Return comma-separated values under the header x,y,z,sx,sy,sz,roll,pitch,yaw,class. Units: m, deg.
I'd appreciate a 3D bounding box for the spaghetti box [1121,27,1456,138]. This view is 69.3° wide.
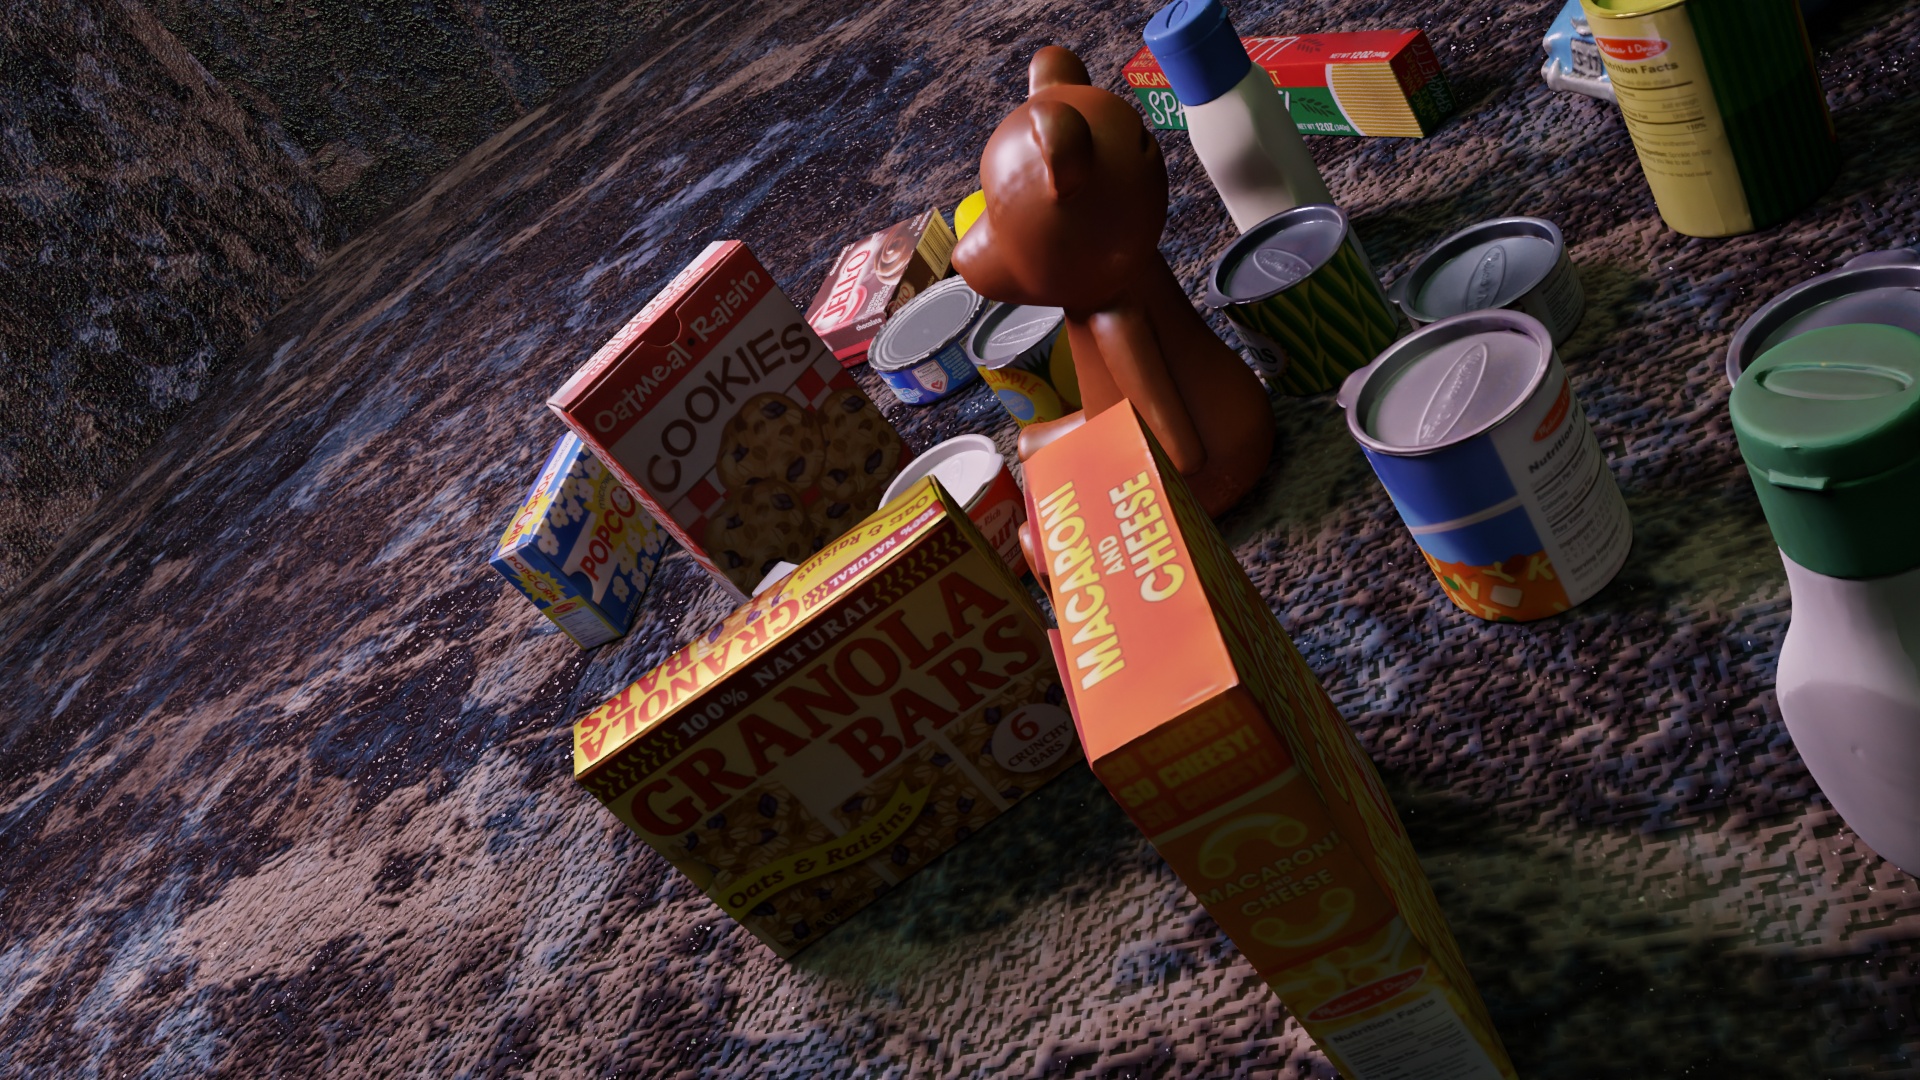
x,y,z,sx,sy,sz,roll,pitch,yaw,class
0.181,-0.266,0.812,0.029,0.050,0.250,-44,31,-9,spaghetti box

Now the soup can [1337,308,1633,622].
x,y,z,sx,sy,sz,roll,pitch,yaw,class
0.174,-0.024,0.461,0.071,0.083,0.072,-27,32,19,soup can

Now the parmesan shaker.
x,y,z,sx,sy,sz,roll,pitch,yaw,class
0.284,-0.177,0.528,0.071,0.103,0.072,-27,32,19,parmesan shaker

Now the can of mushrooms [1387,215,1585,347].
x,y,z,sx,sy,sz,roll,pitch,yaw,class
0.215,-0.099,0.567,0.071,0.033,0.071,-27,32,19,can of mushrooms

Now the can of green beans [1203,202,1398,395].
x,y,z,sx,sy,sz,roll,pitch,yaw,class
0.153,-0.107,0.620,0.071,0.057,0.071,-27,32,19,can of green beans

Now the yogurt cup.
x,y,z,sx,sy,sz,roll,pitch,yaw,class
0.002,-0.008,0.653,0.072,0.053,0.073,-27,32,19,yogurt cup

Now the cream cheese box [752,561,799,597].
x,y,z,sx,sy,sz,roll,pitch,yaw,class
-0.050,0.042,0.643,0.024,0.053,0.104,-50,32,-19,cream cheese box

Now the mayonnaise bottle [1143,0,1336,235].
x,y,z,sx,sy,sz,roll,pitch,yaw,class
0.136,-0.185,0.654,0.041,0.147,0.065,-16,37,34,mayonnaise bottle

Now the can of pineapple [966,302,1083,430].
x,y,z,sx,sy,sz,roll,pitch,yaw,class
0.044,-0.092,0.717,0.071,0.057,0.071,-27,32,19,can of pineapple

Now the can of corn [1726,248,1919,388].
x,y,z,sx,sy,sz,roll,pitch,yaw,class
0.269,-0.040,0.406,0.071,0.058,0.071,-27,32,19,can of corn

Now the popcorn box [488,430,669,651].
x,y,z,sx,sy,sz,roll,pitch,yaw,class
-0.231,-0.006,0.869,0.038,0.085,0.127,-22,34,27,popcorn box

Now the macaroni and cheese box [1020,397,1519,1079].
x,y,z,sx,sy,sz,roll,pitch,yaw,class
0.079,0.059,0.369,0.040,0.166,0.124,-31,31,14,macaroni and cheese box

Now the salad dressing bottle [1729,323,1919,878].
x,y,z,sx,sy,sz,roll,pitch,yaw,class
0.208,0.019,0.304,0.044,0.147,0.064,-49,31,-16,salad dressing bottle

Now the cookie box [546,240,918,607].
x,y,z,sx,sy,sz,roll,pitch,yaw,class
-0.110,-0.053,0.721,0.123,0.167,0.040,-49,31,-17,cookie box

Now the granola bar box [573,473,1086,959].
x,y,z,sx,sy,sz,roll,pitch,yaw,class
-0.040,0.071,0.523,0.165,0.124,0.039,-35,30,6,granola bar box
